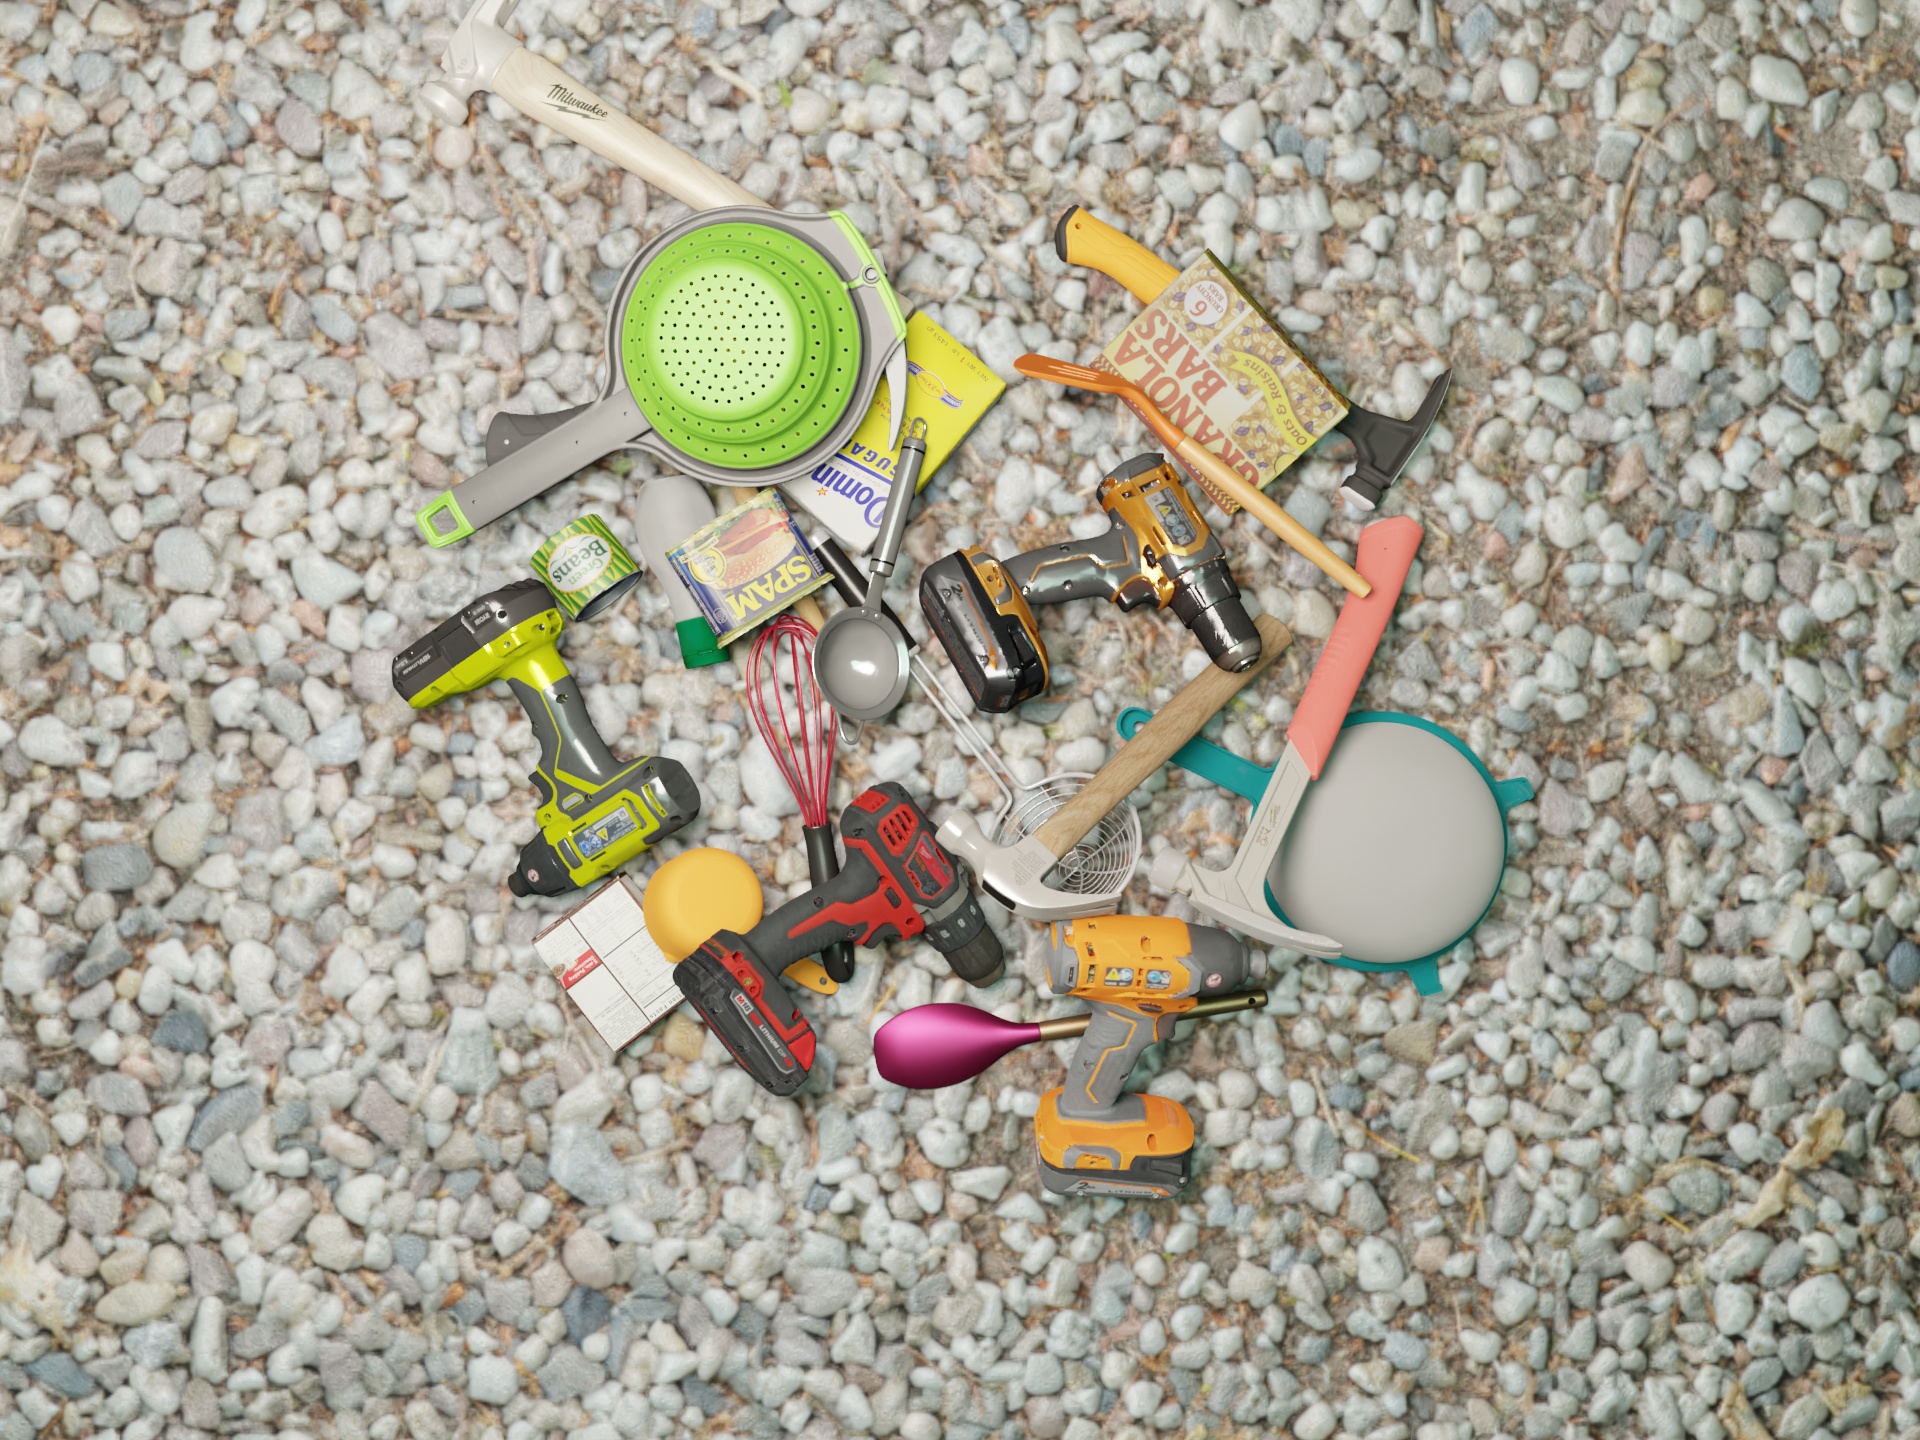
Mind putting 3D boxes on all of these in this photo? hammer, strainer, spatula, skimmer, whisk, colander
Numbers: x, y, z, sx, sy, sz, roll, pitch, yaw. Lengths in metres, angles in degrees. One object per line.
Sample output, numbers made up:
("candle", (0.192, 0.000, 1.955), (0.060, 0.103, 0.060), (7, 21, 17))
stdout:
("hammer", (-0.200, -0.241, 1.207), (0.335, 0.035, 0.146), (-14, 99, 4))
("strainer", (0.282, 0.071, 1.241), (0.340, 0.095, 0.211), (26, 90, -4))
("hammer", (0.224, -0.310, 1.266), (0.337, 0.034, 0.127), (33, 90, -2))
("hammer", (0.141, 0.027, 1.207), (0.130, 0.031, 0.331), (42, 66, 16))
("spatula", (0.181, -0.191, 1.217), (0.322, 0.081, 0.041), (38, 113, -4))
("hammer", (0.283, -0.001, 1.212), (0.149, 0.036, 0.359), (23, 71, 17))
("skimmer", (-0.002, -0.004, 1.231), (0.127, 0.090, 0.363), (-39, 92, -1))
("strainer", (-0.062, -0.108, 1.211), (0.086, 0.050, 0.258), (18, 84, -33))
("hammer", (-0.211, -0.433, 1.247), (0.410, 0.038, 0.146), (33, 88, -3))
("whisk", (-0.116, 0.063, 1.245), (0.073, 0.073, 0.296), (-9, 97, -2))
("colander", (-0.233, -0.230, 1.145), (0.397, 0.094, 0.204), (-29, 97, 6))

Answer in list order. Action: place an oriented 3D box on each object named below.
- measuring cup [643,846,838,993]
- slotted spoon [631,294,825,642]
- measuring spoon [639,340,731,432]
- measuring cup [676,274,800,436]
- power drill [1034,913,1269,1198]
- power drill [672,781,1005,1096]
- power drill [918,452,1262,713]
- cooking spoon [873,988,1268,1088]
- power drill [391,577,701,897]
("measuring cup", (-0.161, 0.164, 1.236), (0.173, 0.052, 0.095), (33, 64, -11))
("slotted spoon", (-0.176, -0.188, 1.247), (0.070, 0.031, 0.313), (-28, 97, 3))
("measuring spoon", (-0.226, -0.266, 1.261), (0.124, 0.018, 0.034), (37, 80, -9))
("measuring cup", (-0.166, -0.287, 1.256), (0.062, 0.029, 0.156), (-28, 106, 25))
("power drill", (0.140, 0.250, 1.207), (0.164, 0.084, 0.226), (3, 114, -4))
("power drill", (-0.081, 0.181, 1.208), (0.227, 0.080, 0.187), (-40, 112, -18))
("power drill", (0.105, -0.085, 1.213), (0.226, 0.084, 0.185), (-26, 76, -13))
("cooking spoon", (0.089, 0.245, 1.274), (0.319, 0.017, 0.069), (-8, 92, -2))
("power drill", (-0.326, 0.020, 1.219), (0.171, 0.080, 0.223), (-31, 94, 18))
